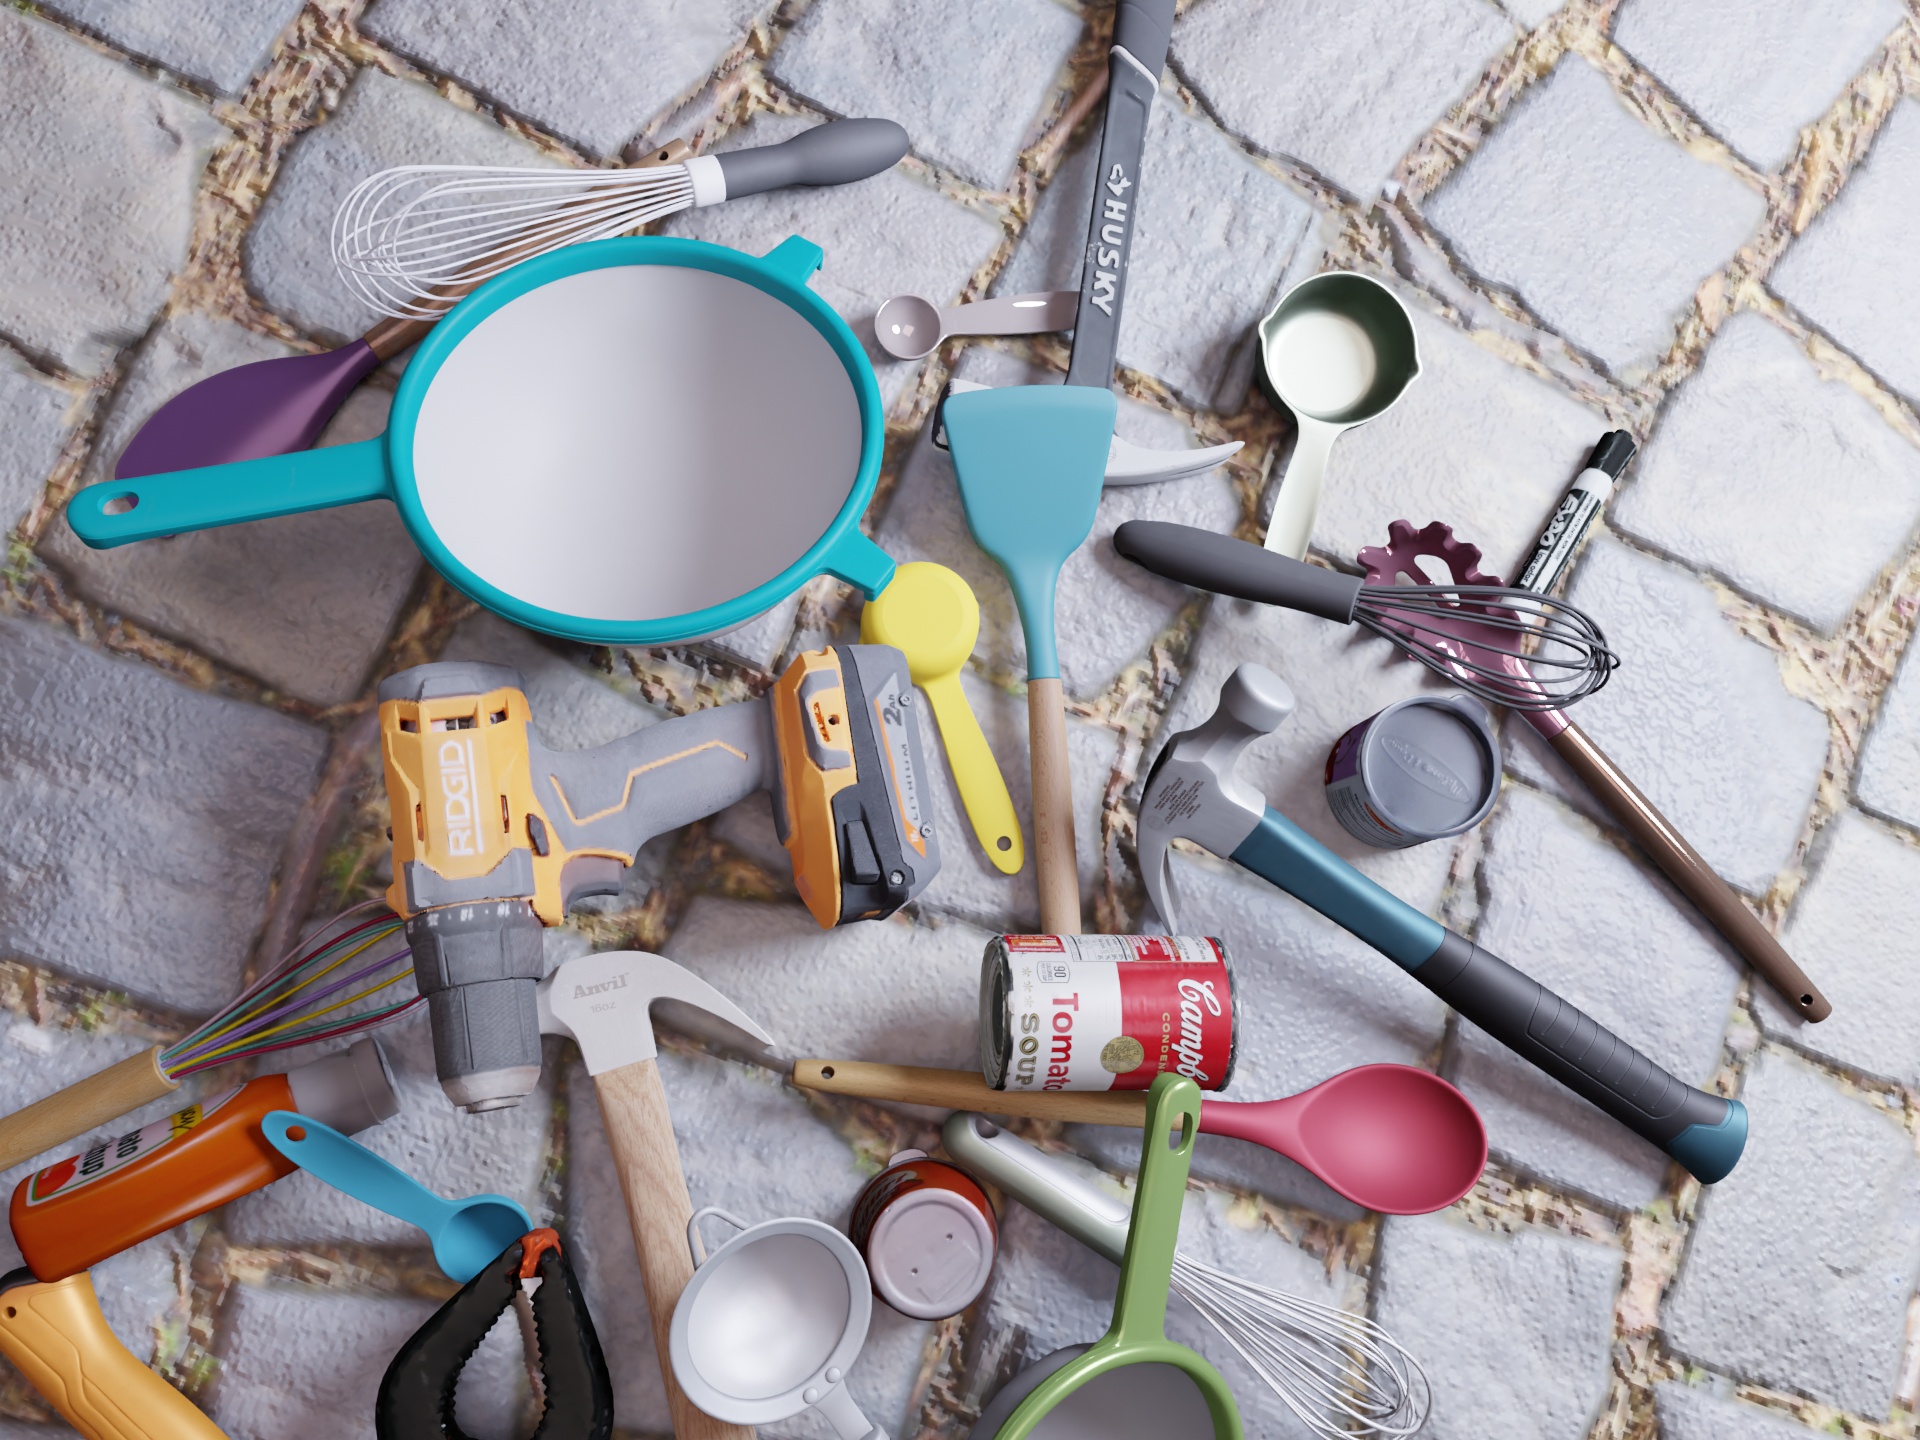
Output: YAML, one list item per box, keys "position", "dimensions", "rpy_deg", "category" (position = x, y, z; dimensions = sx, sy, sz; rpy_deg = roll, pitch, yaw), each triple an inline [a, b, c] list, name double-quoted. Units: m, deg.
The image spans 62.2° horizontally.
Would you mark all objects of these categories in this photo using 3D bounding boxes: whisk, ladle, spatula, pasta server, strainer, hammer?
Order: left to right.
- position: [-0.325, 0.141, 0.696]
  dimensions: [0.245, 0.051, 0.047]
  rpy_deg: [-26, 53, -4]
  category: "whisk"
- position: [-0.284, 0.354, 0.661]
  dimensions: [0.337, 0.034, 0.127]
  rpy_deg: [41, 78, 3]
  category: "hammer"
- position: [-0.263, -0.195, 0.767]
  dimensions: [0.316, 0.018, 0.060]
  rpy_deg: [-36, 84, -9]
  category: "spatula"
- position: [-0.203, -0.097, 0.710]
  dimensions: [0.340, 0.095, 0.211]
  rpy_deg: [-10, 65, -7]
  category: "strainer"
- position: [-0.153, -0.250, 0.754]
  dimensions: [0.284, 0.070, 0.070]
  rpy_deg: [-20, 82, -19]
  category: "whisk"
- position: [-0.116, 0.262, 0.692]
  dimensions: [0.130, 0.031, 0.331]
  rpy_deg: [-16, 82, -7]
  category: "hammer"
- position: [-0.045, 0.299, 0.666]
  dimensions: [0.087, 0.050, 0.258]
  rpy_deg: [-36, 102, -18]
  category: "strainer"
- position: [0.041, 0.006, 0.737]
  dimensions: [0.082, 0.044, 0.317]
  rpy_deg: [-3, 85, -8]
  category: "spatula"
- position: [0.052, 0.269, 0.666]
  dimensions: [0.151, 0.069, 0.256]
  rpy_deg: [11, 89, -34]
  category: "strainer"
- position: [0.090, -0.310, 0.804]
  dimensions: [0.149, 0.036, 0.409]
  rpy_deg: [12, 77, -11]
  category: "hammer"
- position: [0.081, 0.176, 0.716]
  dimensions: [0.315, 0.031, 0.069]
  rpy_deg: [8, 61, -6]
  category: "ladle"
- position: [0.098, 0.245, 0.707]
  dimensions: [0.246, 0.058, 0.059]
  rpy_deg: [31, 114, 5]
  category: "whisk"
- position: [0.184, -0.056, 0.743]
  dimensions: [0.239, 0.055, 0.055]
  rpy_deg: [18, 78, 18]
  category: "whisk"
- position: [0.222, 0.110, 0.722]
  dimensions: [0.331, 0.033, 0.128]
  rpy_deg: [34, 121, -6]
  category: "hammer"
- position: [0.308, 0.026, 0.766]
  dimensions: [0.060, 0.040, 0.316]
  rpy_deg: [-43, 87, 19]
  category: "pasta server"

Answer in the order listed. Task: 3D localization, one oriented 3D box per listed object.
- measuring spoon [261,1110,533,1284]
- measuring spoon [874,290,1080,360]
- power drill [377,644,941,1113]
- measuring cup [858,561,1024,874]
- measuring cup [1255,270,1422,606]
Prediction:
- position: [-0.240, 0.198, 0.681]
  dimensions: [0.128, 0.021, 0.042]
  rpy_deg: [38, 92, -18]
  category: "measuring spoon"
- position: [0.016, -0.199, 0.796]
  dimensions: [0.124, 0.018, 0.034]
  rpy_deg: [-9, 82, -13]
  category: "measuring spoon"
- position: [-0.127, 0.060, 0.682]
  dimensions: [0.226, 0.084, 0.185]
  rpy_deg: [-6, 76, -15]
  category: "power drill"
- position: [-0.001, -0.002, 0.748]
  dimensions: [0.062, 0.029, 0.156]
  rpy_deg: [-20, 81, -8]
  category: "measuring cup"
- position: [0.172, -0.137, 0.789]
  dimensions: [0.083, 0.038, 0.167]
  rpy_deg: [15, 91, -1]
  category: "measuring cup"
